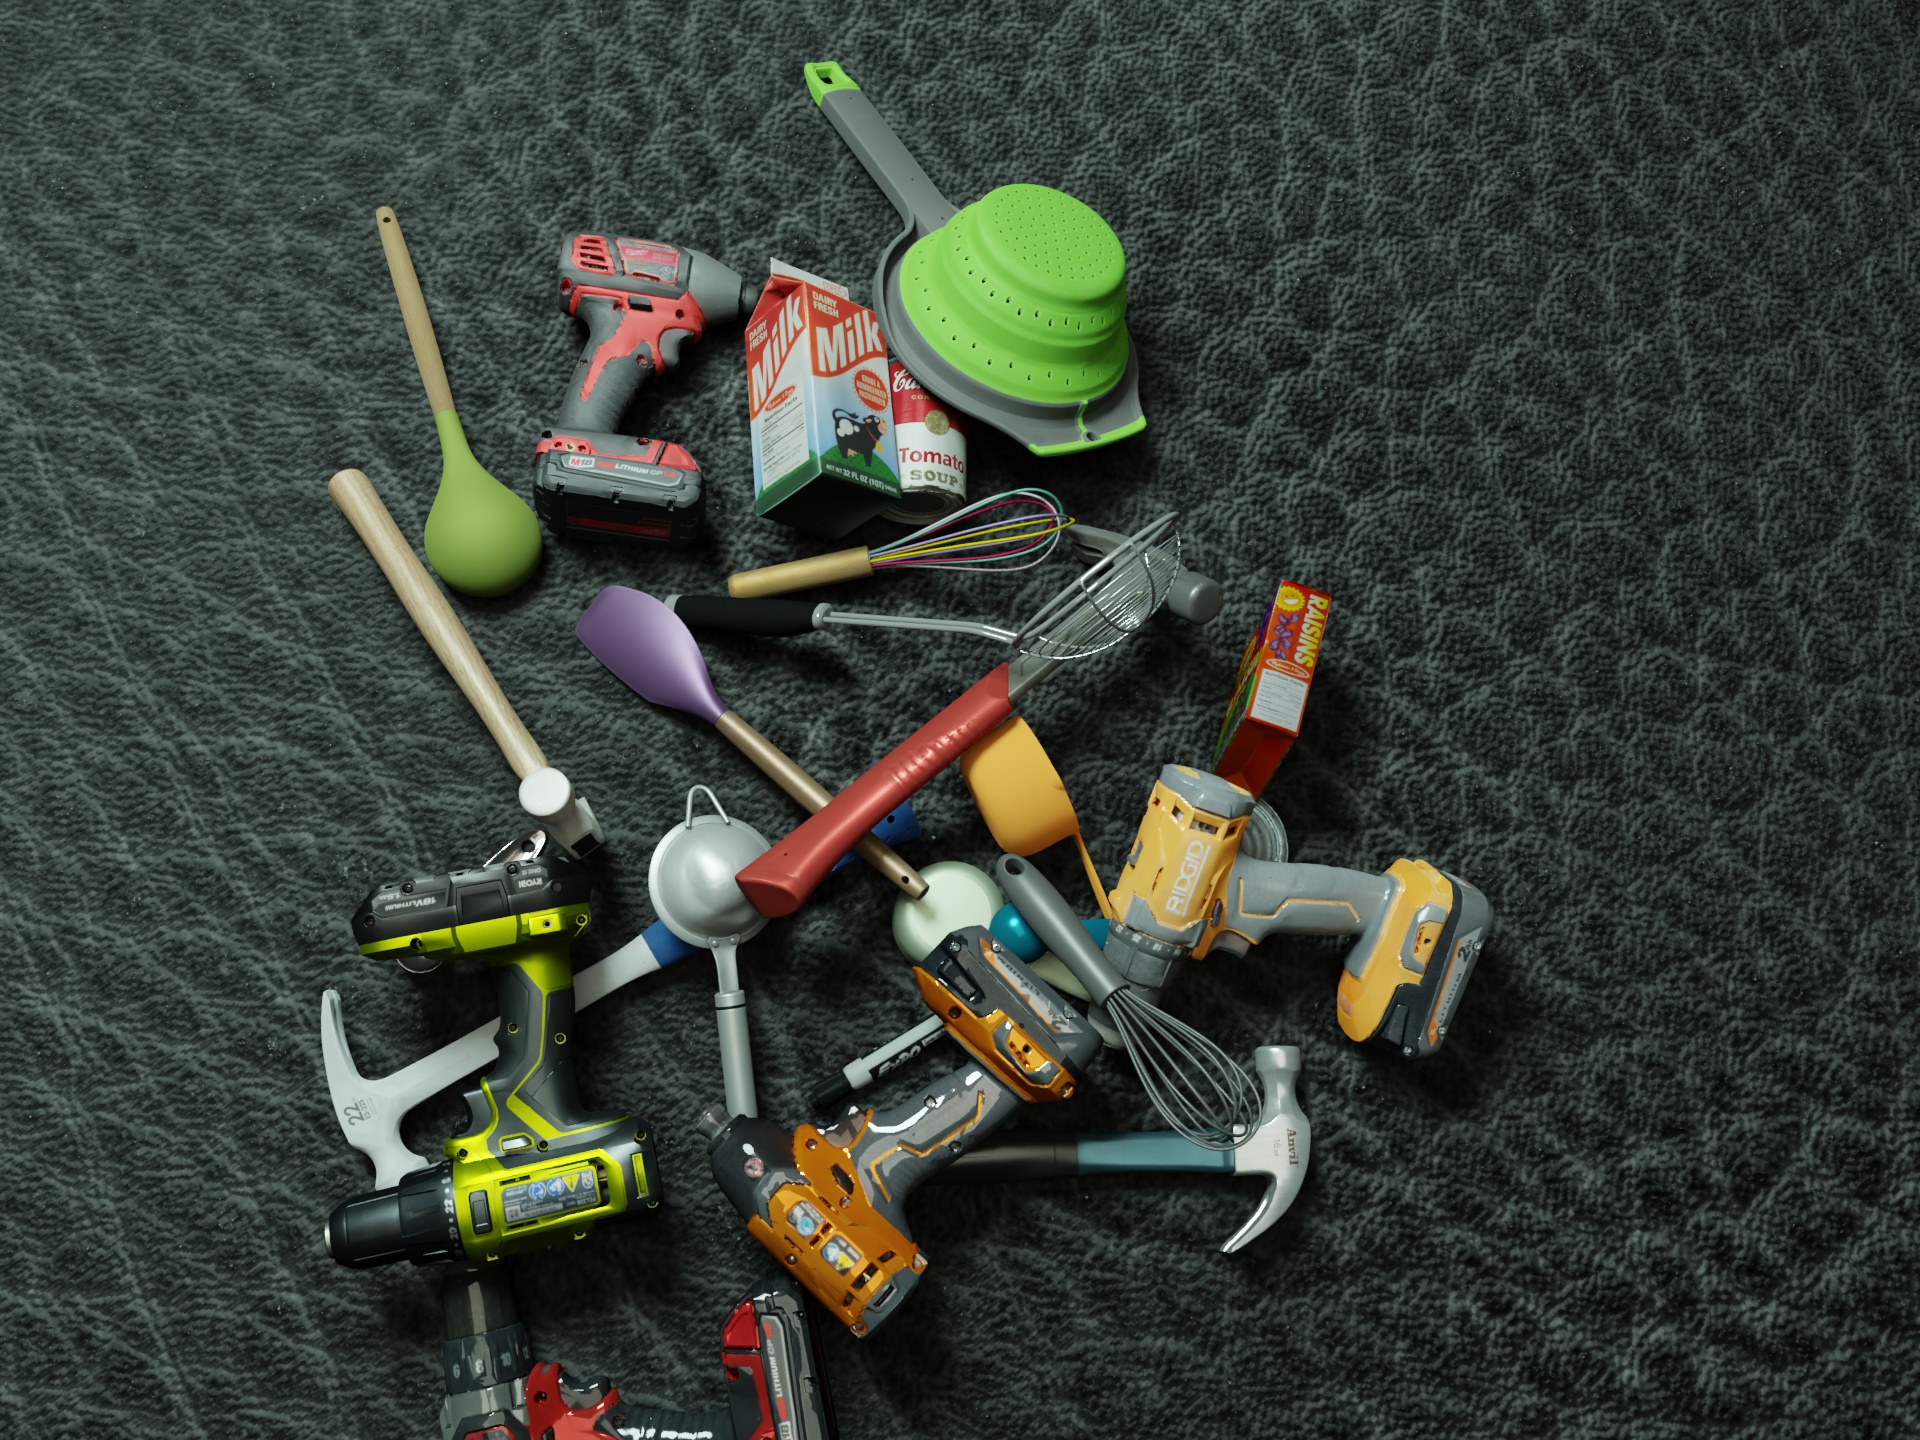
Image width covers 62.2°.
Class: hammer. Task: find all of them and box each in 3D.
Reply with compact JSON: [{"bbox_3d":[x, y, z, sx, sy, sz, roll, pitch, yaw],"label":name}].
[{"bbox_3d":[0.060,0.277,1.020,0.331,0.033,0.128,0,74,-4],"label":"hammer"},{"bbox_3d":[-0.002,-0.003,1.031,0.359,0.036,0.149,-39,38,-18],"label":"hammer"},{"bbox_3d":[-0.212,0.149,1.027,0.405,0.035,0.144,-29,88,-13],"label":"hammer"},{"bbox_3d":[-0.329,-0.042,1.049,0.031,0.130,0.331,-34,69,-12],"label":"hammer"}]

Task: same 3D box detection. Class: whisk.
[{"bbox_3d":[-0.041,-0.116,1.100,0.245,0.051,0.047,-12,44,3],"label":"whisk"},{"bbox_3d":[0.096,0.165,0.968,0.055,0.055,0.239,-34,59,-12],"label":"whisk"}]

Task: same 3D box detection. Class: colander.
[{"bbox_3d":[0.006,-0.367,1.135,0.204,0.094,0.397,-20,67,-34],"label":"colander"}]

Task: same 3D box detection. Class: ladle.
[{"bbox_3d":[-0.370,-0.231,1.130,0.078,0.062,0.320,-17,70,-14],"label":"ladle"}]

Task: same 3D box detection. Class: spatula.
[{"bbox_3d":[-0.138,0.013,1.057,0.316,0.018,0.060,40,94,17],"label":"spatula"}]

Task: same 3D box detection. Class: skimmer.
[{"bbox_3d":[-0.036,-0.092,1.025,0.363,0.127,0.090,4,107,23],"label":"skimmer"}]

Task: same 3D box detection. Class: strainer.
[{"bbox_3d":[-0.144,0.167,1.000,0.087,0.050,0.258,-5,87,-25],"label":"strainer"}]

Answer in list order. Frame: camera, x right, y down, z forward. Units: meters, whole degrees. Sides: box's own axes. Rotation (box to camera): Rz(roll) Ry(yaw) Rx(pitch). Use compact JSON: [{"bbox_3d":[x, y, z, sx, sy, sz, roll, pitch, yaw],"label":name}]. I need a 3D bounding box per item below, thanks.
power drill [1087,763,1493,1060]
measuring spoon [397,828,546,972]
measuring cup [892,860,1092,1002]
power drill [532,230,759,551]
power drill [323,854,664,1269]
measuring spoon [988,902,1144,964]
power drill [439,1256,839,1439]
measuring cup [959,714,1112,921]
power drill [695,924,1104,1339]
[{"bbox_3d":[0.201,0.147,1.020,0.226,0.084,0.185,19,97,-8],"label":"power drill"},{"bbox_3d":[-0.320,0.117,1.048,0.034,0.018,0.124,45,69,-1],"label":"measuring spoon"},{"bbox_3d":[0.034,0.149,1.049,0.167,0.038,0.083,24,74,4],"label":"measuring cup"},{"bbox_3d":[-0.221,-0.237,1.118,0.143,0.078,0.220,7,70,-10],"label":"power drill"},{"bbox_3d":[-0.289,0.205,0.946,0.190,0.080,0.228,-10,85,-12],"label":"power drill"},{"bbox_3d":[0.083,0.140,1.035,0.128,0.021,0.042,2,91,-13],"label":"measuring spoon"},{"bbox_3d":[-0.198,0.391,0.950,0.226,0.080,0.188,-12,76,-4],"label":"power drill"},{"bbox_3d":[0.053,0.084,1.057,0.052,0.095,0.173,-25,96,-5],"label":"measuring cup"},{"bbox_3d":[-0.041,0.233,0.966,0.164,0.084,0.226,42,78,5],"label":"power drill"}]
